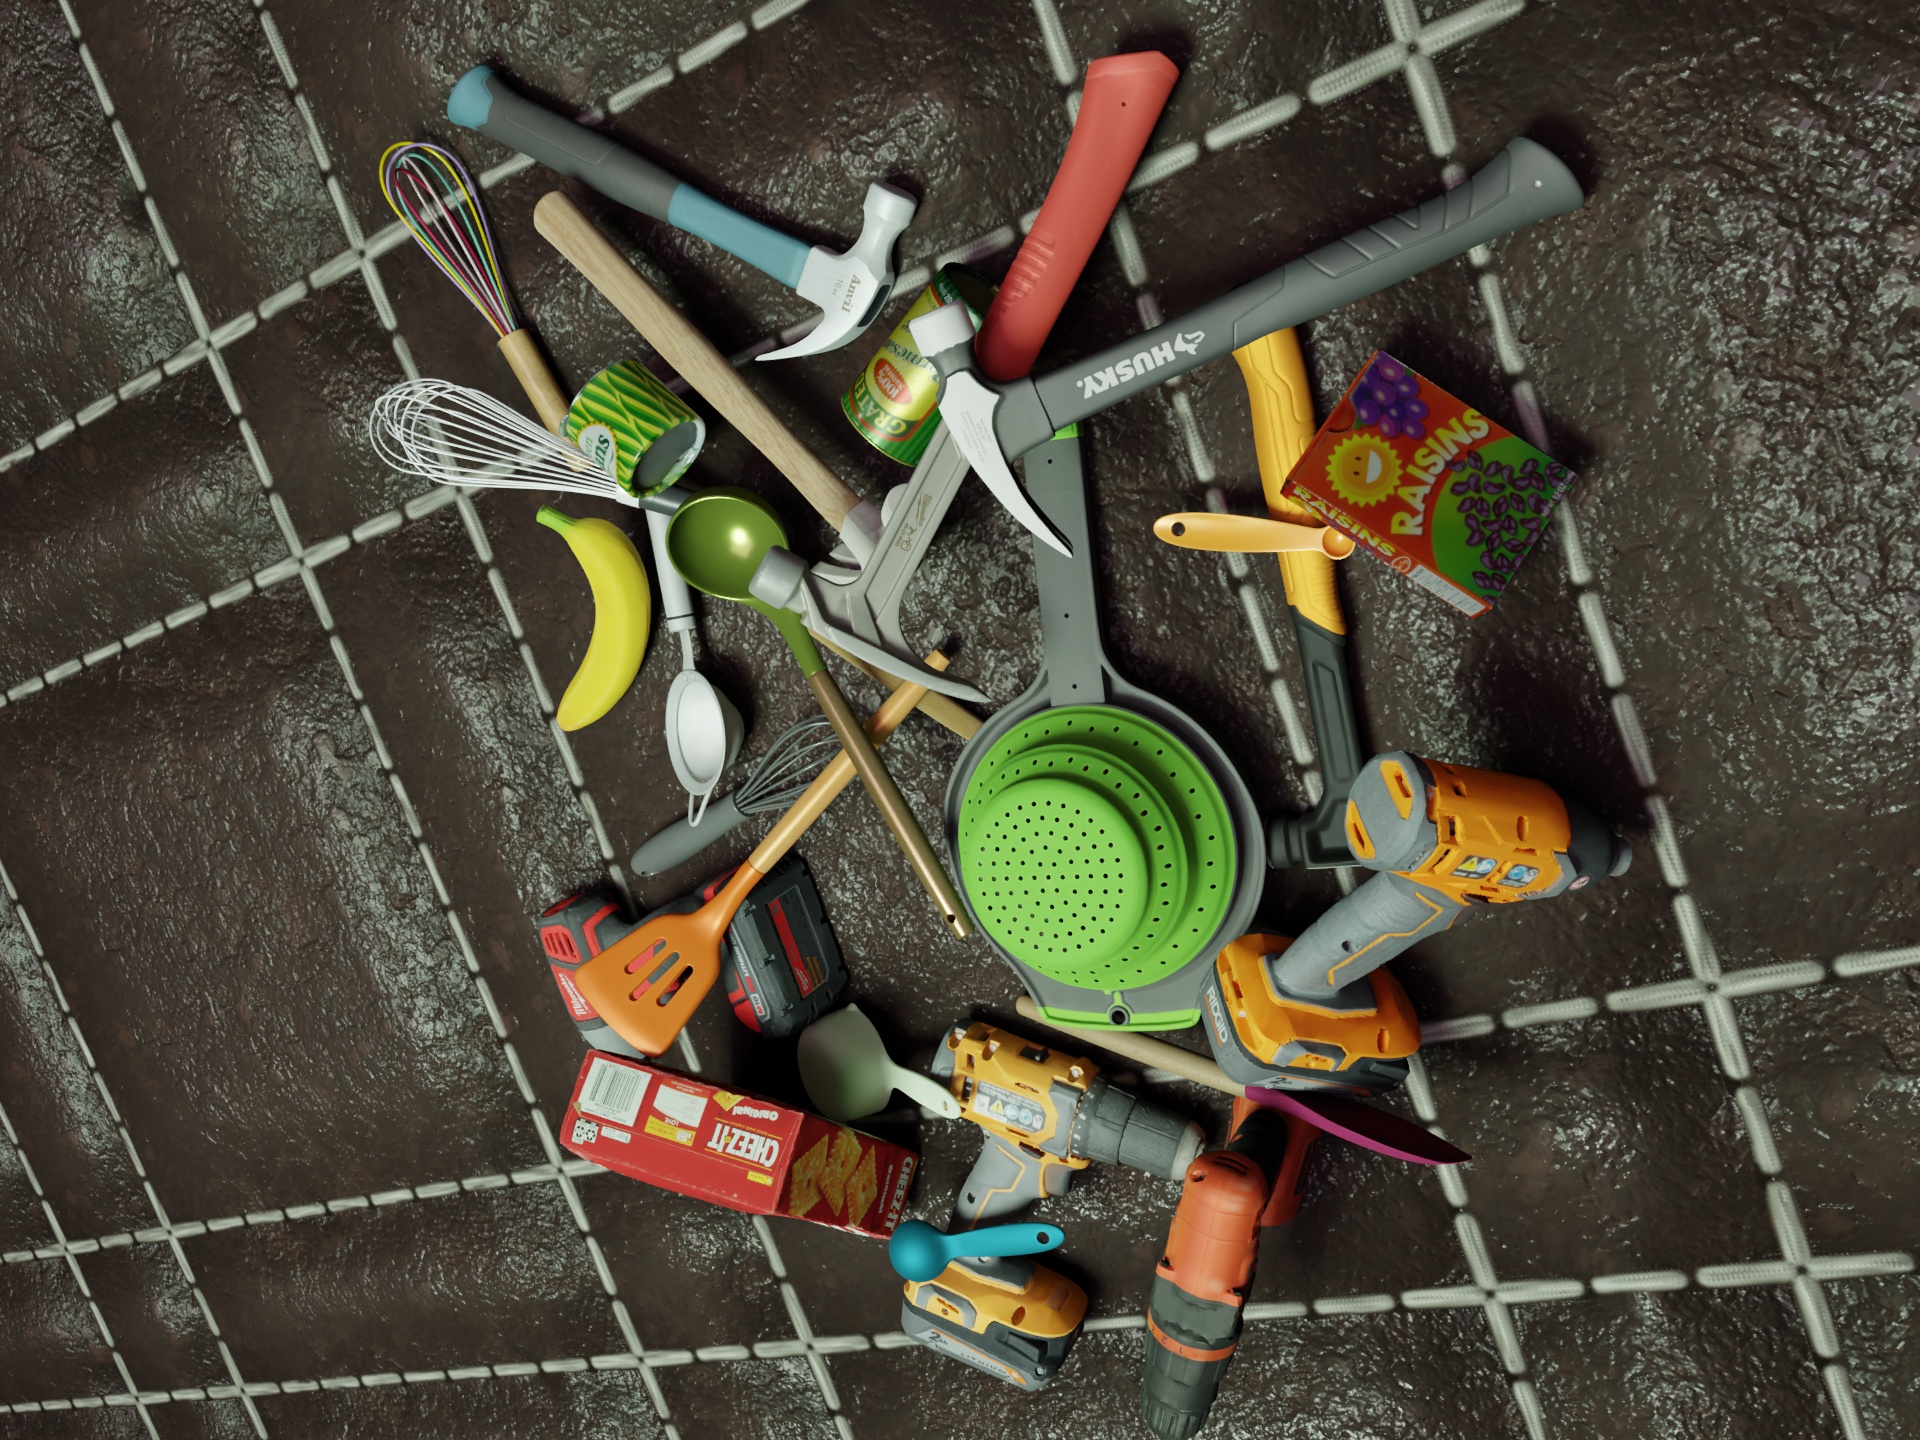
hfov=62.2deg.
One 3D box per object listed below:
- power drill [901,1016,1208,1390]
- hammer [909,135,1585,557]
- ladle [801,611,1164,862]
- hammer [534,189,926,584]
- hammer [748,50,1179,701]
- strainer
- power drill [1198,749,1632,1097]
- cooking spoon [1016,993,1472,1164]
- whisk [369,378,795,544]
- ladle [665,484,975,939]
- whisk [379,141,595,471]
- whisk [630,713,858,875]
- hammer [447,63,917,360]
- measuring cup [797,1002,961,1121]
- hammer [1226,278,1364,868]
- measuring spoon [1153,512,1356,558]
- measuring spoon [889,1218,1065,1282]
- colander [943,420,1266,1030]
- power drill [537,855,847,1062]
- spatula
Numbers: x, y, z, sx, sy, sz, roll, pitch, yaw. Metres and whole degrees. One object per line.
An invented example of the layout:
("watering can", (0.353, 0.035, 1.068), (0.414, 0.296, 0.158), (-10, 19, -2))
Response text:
("power drill", (0.058, 0.328, 1.065), (0.185, 0.084, 0.226), (16, 107, 20))
("hammer", (0.153, -0.205, 0.817), (0.335, 0.035, 0.146), (-22, 104, 10))
("ladle", (-0.002, -0.003, 1.018), (0.315, 0.031, 0.069), (33, 113, 15))
("hammer", (-0.145, -0.204, 0.982), (0.331, 0.031, 0.130), (46, 155, 7))
("hammer", (0.029, -0.192, 0.873), (0.149, 0.037, 0.359), (27, 96, -11))
("strainer", (-0.185, -0.059, 1.079), (0.087, 0.050, 0.258), (-1, 101, 54))
("power drill", (0.248, 0.114, 0.867), (0.164, 0.084, 0.226), (11, 132, -22))
("cooking spoon", (0.154, 0.213, 0.955), (0.319, 0.068, 0.017), (12, 92, 44))
("whisk", (-0.245, -0.159, 1.033), (0.284, 0.070, 0.070), (17, 114, -1))
("ladle", (-0.082, -0.004, 0.979), (0.078, 0.062, 0.320), (-34, 83, 29))
("whisk", (-0.317, -0.277, 1.073), (0.051, 0.047, 0.245), (-26, 97, 28))
("whisk", (-0.152, 0.058, 1.098), (0.239, 0.055, 0.055), (-30, 92, 33))
("hammer", (-0.187, -0.332, 0.999), (0.331, 0.033, 0.128), (30, 115, 15))
("measuring cup", (-0.059, 0.245, 1.071), (0.168, 0.038, 0.083), (7, 106, 56))
("hammer", (0.204, -0.079, 0.891), (0.127, 0.034, 0.336), (-8, 102, 28))
("measuring spoon", (0.162, -0.103, 0.881), (0.117, 0.011, 0.021), (8, 102, 29))
("measuring spoon", (0.007, 0.343, 1.034), (0.128, 0.021, 0.042), (-15, 91, 25))
("colander", (0.059, 0.001, 0.924), (0.204, 0.094, 0.397), (-4, 96, 25))
("power drill", (-0.198, 0.181, 1.142), (0.220, 0.078, 0.143), (-15, 98, 31))
("spatula", (-0.118, 0.077, 1.019), (0.081, 0.041, 0.322), (43, 100, 9))
